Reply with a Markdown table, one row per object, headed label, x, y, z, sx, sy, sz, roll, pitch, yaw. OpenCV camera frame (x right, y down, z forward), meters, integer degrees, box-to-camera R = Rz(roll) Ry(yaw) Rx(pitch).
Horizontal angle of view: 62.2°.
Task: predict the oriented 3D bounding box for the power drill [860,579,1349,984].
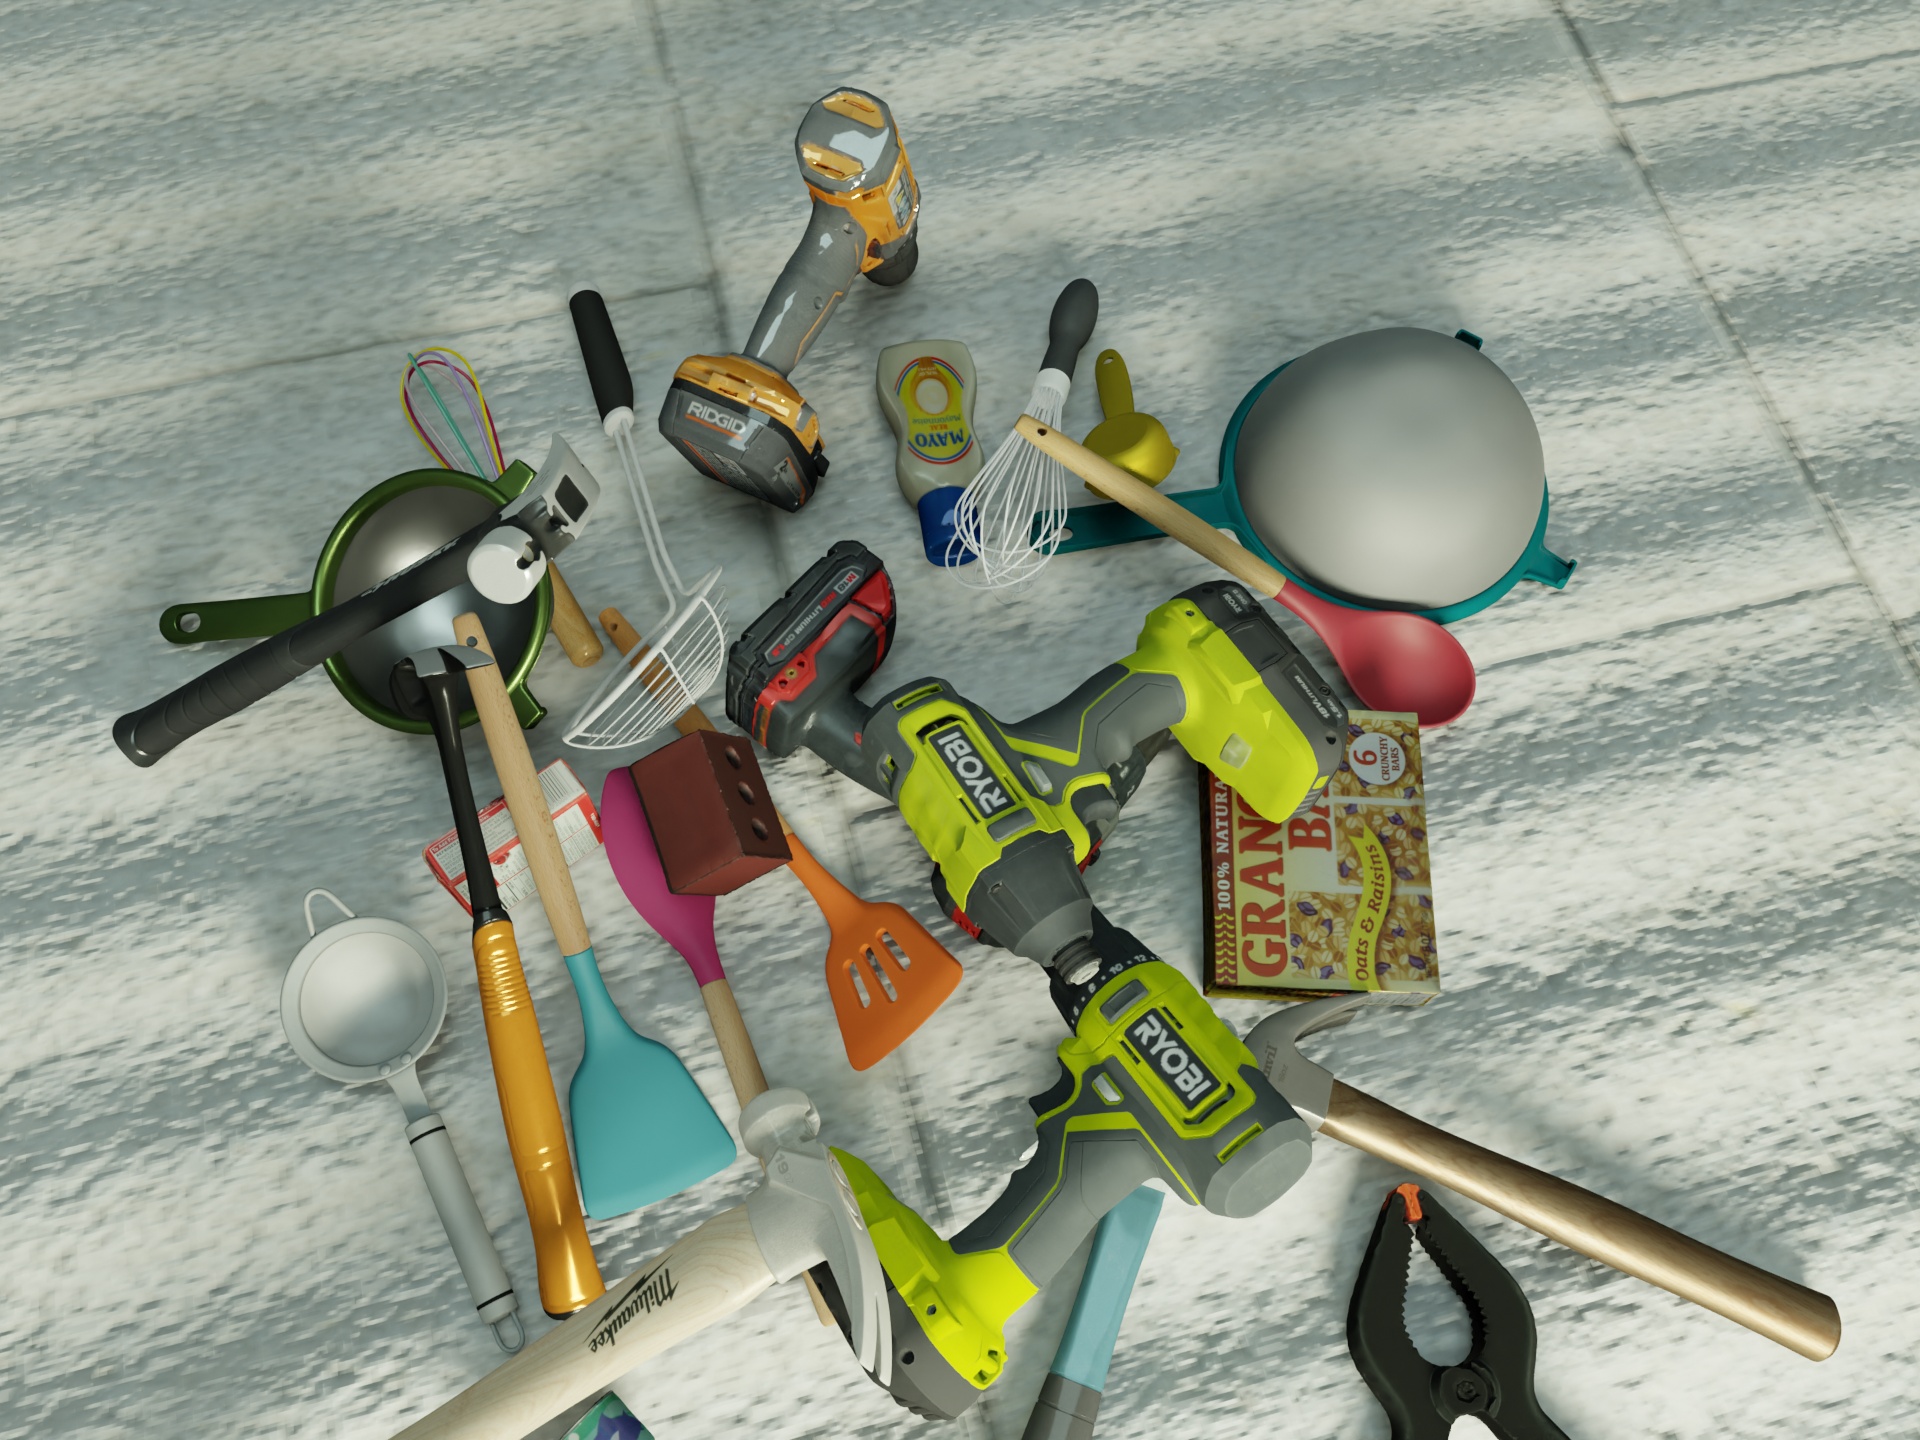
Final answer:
| label | x | y | z | sx | sy | sz | roll | pitch | yaw |
| --- | --- | --- | --- | --- | --- | --- | --- | --- | --- |
| power drill | 0.083 | 0.027 | 0.826 | 0.223 | 0.080 | 0.171 | -24 | 64 | -25 |

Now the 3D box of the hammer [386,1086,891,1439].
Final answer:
| label | x | y | z | sx | sy | sz | roll | pitch | yaw |
| --- | --- | --- | --- | --- | --- | --- | --- | --- | --- |
| hammer | -0.222 | 0.328 | 0.715 | 0.410 | 0.038 | 0.146 | -32 | 44 | 0 |

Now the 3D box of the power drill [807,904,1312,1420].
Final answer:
| label | x | y | z | sx | sy | sz | roll | pitch | yaw |
| --- | --- | --- | --- | --- | --- | --- | --- | --- | --- |
| power drill | 0.030 | 0.204 | 0.778 | 0.228 | 0.080 | 0.191 | -39 | 50 | -4 |

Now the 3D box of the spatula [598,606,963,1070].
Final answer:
| label | x | y | z | sx | sy | sz | roll | pitch | yaw |
| --- | --- | --- | --- | --- | --- | --- | --- | --- | --- |
| spatula | -0.117 | 0.049 | 0.898 | 0.081 | 0.041 | 0.323 | -43 | 71 | 8 |

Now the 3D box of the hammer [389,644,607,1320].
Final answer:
| label | x | y | z | sx | sy | sz | roll | pitch | yaw |
| --- | --- | --- | --- | --- | --- | --- | --- | --- | --- |
| hammer | -0.221 | 0.129 | 0.775 | 0.034 | 0.127 | 0.337 | -13 | 94 | -26 |

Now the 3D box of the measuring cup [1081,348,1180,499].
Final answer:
| label | x | y | z | sx | sy | sz | roll | pitch | yaw |
| --- | --- | --- | --- | --- | --- | --- | --- | --- | --- |
| measuring cup | 0.096 | -0.197 | 0.994 | 0.062 | 0.029 | 0.157 | -19 | 44 | 14 |

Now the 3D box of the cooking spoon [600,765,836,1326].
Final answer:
| label | x | y | z | sx | sy | sz | roll | pitch | yaw |
| --- | --- | --- | --- | --- | --- | --- | --- | --- | --- |
| cooking spoon | -0.123 | 0.164 | 0.850 | 0.068 | 0.017 | 0.319 | -5 | 65 | -45 |

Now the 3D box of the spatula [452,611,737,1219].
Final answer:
| label | x | y | z | sx | sy | sz | roll | pitch | yaw |
| --- | --- | --- | --- | --- | --- | --- | --- | --- | --- |
| spatula | -0.203 | 0.096 | 0.821 | 0.082 | 0.044 | 0.317 | -19 | 100 | -16 |

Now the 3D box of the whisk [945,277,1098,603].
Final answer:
| label | x | y | z | sx | sy | sz | roll | pitch | yaw |
| --- | --- | --- | --- | --- | --- | --- | --- | --- | --- |
| whisk | 0.048 | -0.184 | 0.985 | 0.070 | 0.070 | 0.285 | 14 | 53 | 4 |

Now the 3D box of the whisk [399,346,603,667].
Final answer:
| label | x | y | z | sx | sy | sz | roll | pitch | yaw |
| --- | --- | --- | --- | --- | --- | --- | --- | --- | --- |
| whisk | -0.281 | -0.136 | 0.975 | 0.047 | 0.051 | 0.245 | -28 | 73 | -19 |

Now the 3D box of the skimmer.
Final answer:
| label | x | y | z | sx | sy | sz | roll | pitch | yaw |
| --- | --- | --- | --- | --- | --- | --- | --- | --- | --- |
| skimmer | -0.213 | -0.142 | 0.938 | 0.127 | 0.090 | 0.364 | -40 | 55 | 29 |

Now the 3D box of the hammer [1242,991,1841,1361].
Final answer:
| label | x | y | z | sx | sy | sz | roll | pitch | yaw |
| --- | --- | --- | --- | --- | --- | --- | --- | --- | --- |
| hammer | 0.291 | 0.241 | 0.814 | 0.331 | 0.031 | 0.130 | 24 | 50 | 1 |

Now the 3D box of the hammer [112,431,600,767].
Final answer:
| label | x | y | z | sx | sy | sz | roll | pitch | yaw |
| --- | --- | --- | --- | --- | --- | --- | --- | --- | --- |
| hammer | -0.331 | -0.052 | 0.850 | 0.335 | 0.035 | 0.146 | -23 | 27 | 22 |

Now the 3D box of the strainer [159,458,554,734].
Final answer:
| label | x | y | z | sx | sy | sz | roll | pitch | yaw |
| --- | --- | --- | --- | --- | --- | --- | --- | --- | --- |
| strainer | -0.343 | -0.063 | 0.935 | 0.256 | 0.069 | 0.151 | -4 | 87 | 15 |

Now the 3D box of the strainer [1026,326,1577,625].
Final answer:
| label | x | y | z | sx | sy | sz | roll | pitch | yaw |
| --- | --- | --- | --- | --- | --- | --- | --- | --- | --- |
| strainer | 0.209 | -0.158 | 0.972 | 0.340 | 0.095 | 0.211 | -10 | 67 | -8 |

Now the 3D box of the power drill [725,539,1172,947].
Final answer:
| label | x | y | z | sx | sy | sz | roll | pitch | yaw |
| --- | --- | --- | --- | --- | --- | --- | --- | --- | --- |
| power drill | -0.001 | -0.003 | 0.908 | 0.227 | 0.080 | 0.188 | 38 | 65 | 10 |

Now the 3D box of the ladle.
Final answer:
| label | x | y | z | sx | sy | sz | roll | pitch | yaw |
| --- | --- | --- | --- | --- | --- | --- | --- | --- | --- |
| ladle | 0.166 | -0.091 | 0.937 | 0.315 | 0.031 | 0.069 | 32 | 76 | -6 |

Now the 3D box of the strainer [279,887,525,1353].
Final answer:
| label | x | y | z | sx | sy | sz | roll | pitch | yaw |
| --- | --- | --- | --- | --- | --- | --- | --- | --- | --- |
| strainer | -0.282 | 0.205 | 0.825 | 0.087 | 0.050 | 0.259 | -27 | 75 | -7 |

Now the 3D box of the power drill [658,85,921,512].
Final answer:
| label | x | y | z | sx | sy | sz | roll | pitch | yaw |
| --- | --- | --- | --- | --- | --- | --- | --- | --- | --- |
| power drill | -0.090 | -0.247 | 0.981 | 0.084 | 0.185 | 0.226 | 24 | 87 | 8 |

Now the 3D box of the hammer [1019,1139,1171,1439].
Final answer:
| label | x | y | z | sx | sy | sz | roll | pitch | yaw |
| --- | --- | --- | --- | --- | --- | --- | --- | --- | --- |
| hammer | 0.053 | 0.340 | 0.781 | 0.128 | 0.033 | 0.331 | 20 | 67 | 6 |
